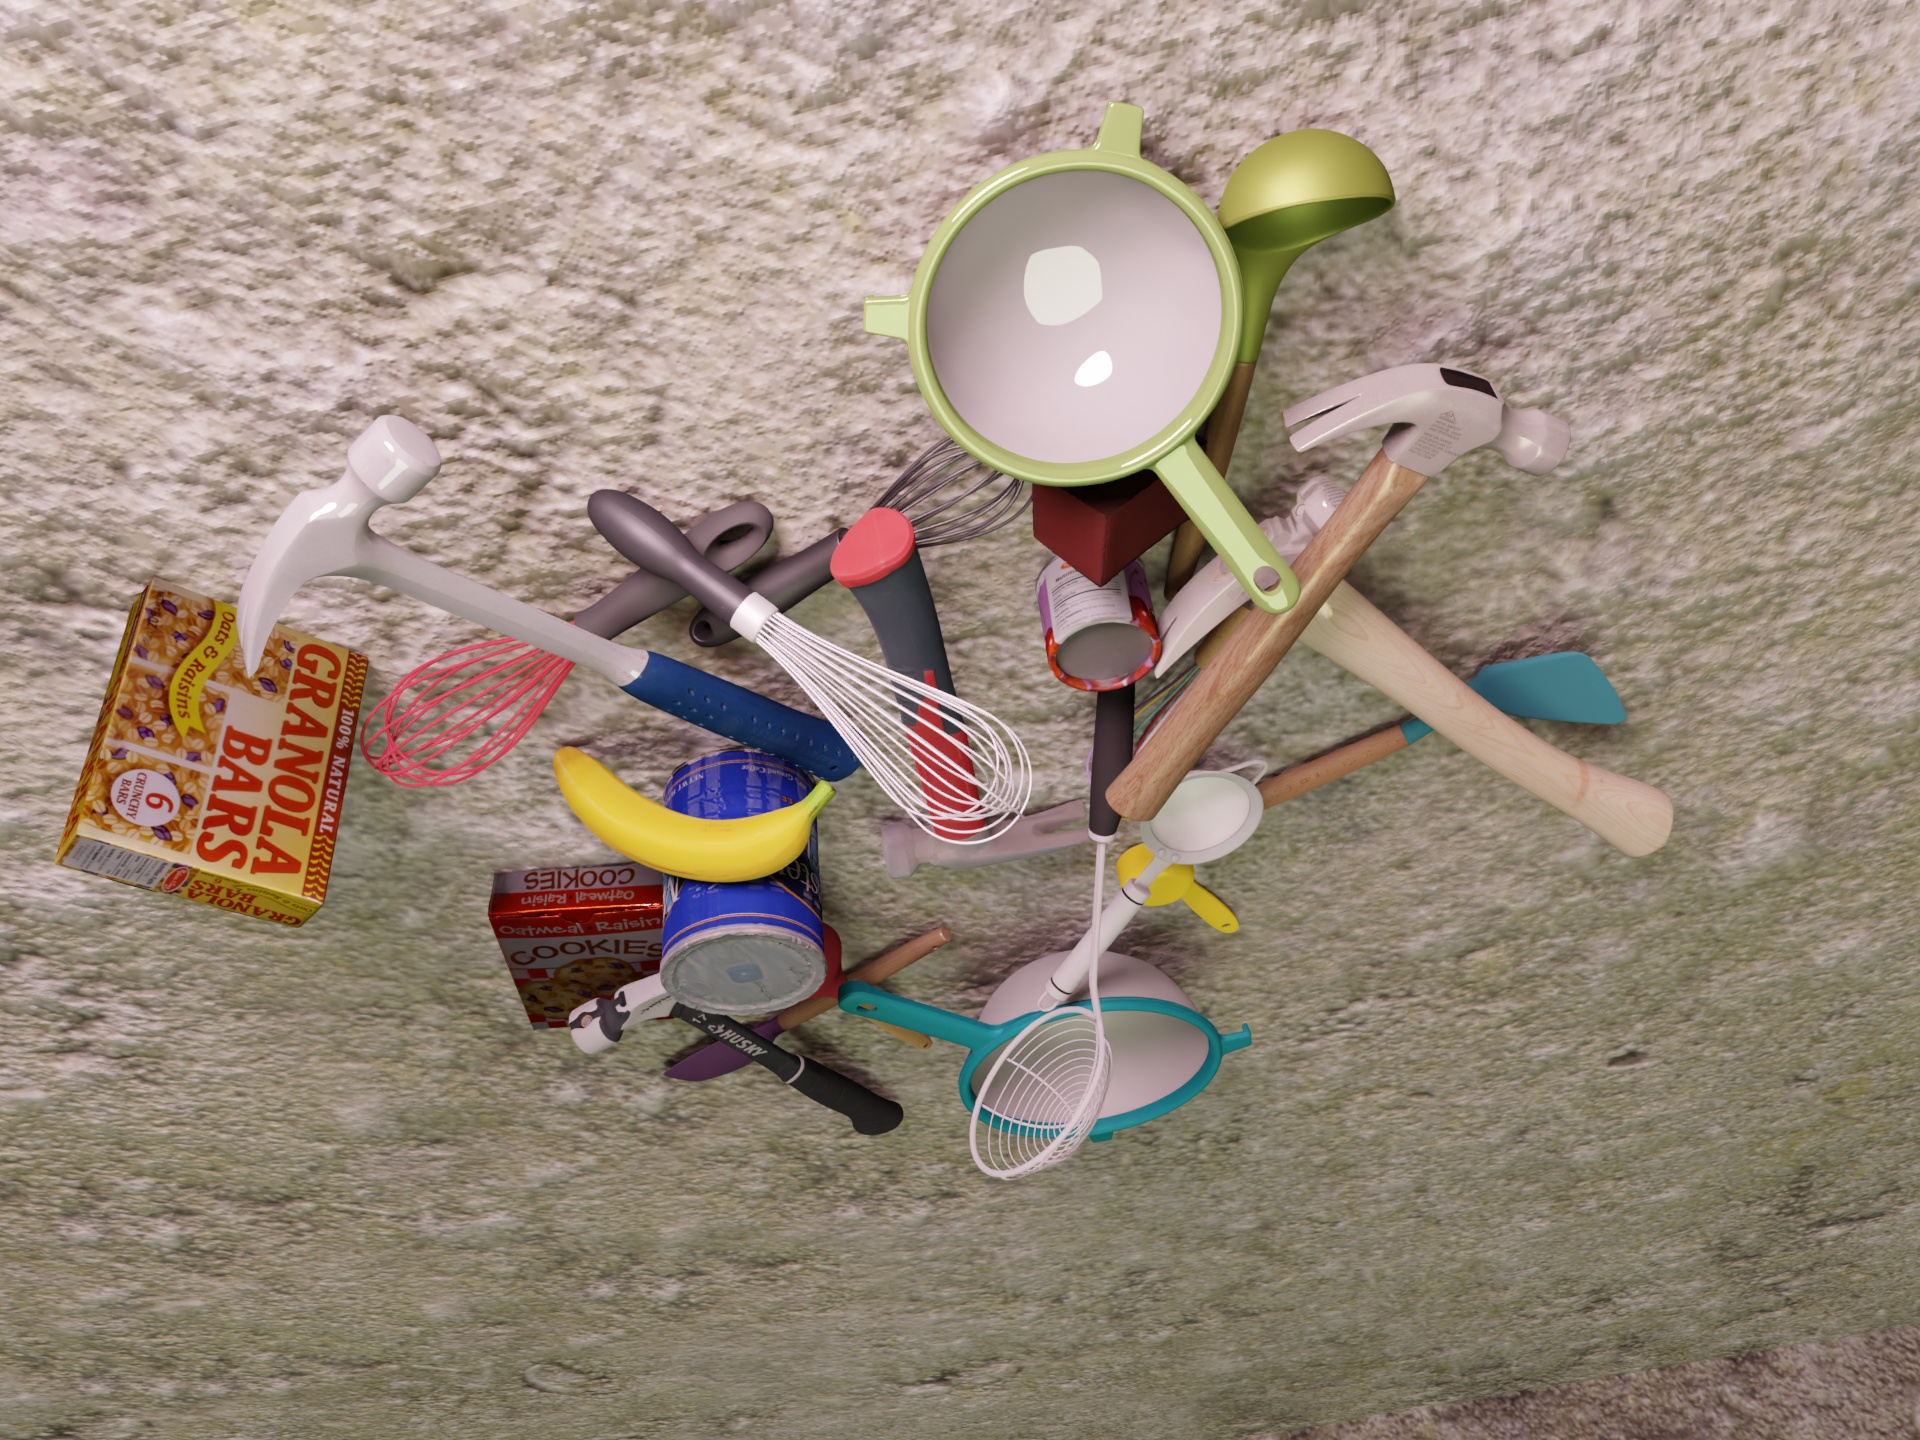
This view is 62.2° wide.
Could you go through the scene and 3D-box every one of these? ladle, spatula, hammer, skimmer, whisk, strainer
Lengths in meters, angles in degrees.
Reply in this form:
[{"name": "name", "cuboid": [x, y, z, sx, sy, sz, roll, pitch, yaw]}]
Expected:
[{"name": "ladle", "cuboid": [-0.077, 0.219, 1.231, 0.069, 0.031, 0.315, -47, 151, -4]}, {"name": "spatula", "cuboid": [0.278, 0.027, 1.074, 0.317, 0.044, 0.082, -27, 134, 25]}, {"name": "hammer", "cuboid": [-0.141, 0.274, 1.291, 0.149, 0.036, 0.408, -27, 146, 9]}, {"name": "skimmer", "cuboid": [0.060, 0.129, 1.035, 0.090, 0.127, 0.363, -1, 111, -10]}, {"name": "whisk", "cuboid": [-0.081, -0.034, 0.823, 0.284, 0.070, 0.070, 36, 136, 6]}, {"name": "strainer", "cuboid": [0.047, 0.226, 1.251, 0.340, 0.095, 0.211, 22, 130, -30]}, {"name": "whisk", "cuboid": [0.148, -0.019, 0.996, 0.051, 0.047, 0.244, 12, 135, -21]}, {"name": "hammer", "cuboid": [0.172, -0.056, 0.865, 0.130, 0.031, 0.331, 16, 131, -21]}, {"name": "spatula", "cuboid": [-0.124, 0.236, 1.295, 0.316, 0.018, 0.059, -33, 142, 30]}, {"name": "whisk", "cuboid": [-0.225, -0.041, 0.898, 0.296, 0.073, 0.073, -30, 137, 17]}, {"name": "hammer", "cuboid": [-0.190, -0.029, 0.857, 0.144, 0.035, 0.405, -39, 147, 17]}, {"name": "strainer", "cuboid": [0.127, 0.112, 1.116, 0.086, 0.050, 0.258, 24, 114, -26]}, {"name": "ladle", "cuboid": [0.142, -0.158, 0.809, 0.078, 0.062, 0.320, -9, 145, -12]}, {"name": "hammer", "cuboid": [-0.002, -0.003, 0.951, 0.143, 0.038, 0.386, -10, 151, 2]}, {"name": "whisk", "cuboid": [-0.059, -0.092, 0.867, 0.239, 0.055, 0.055, -25, 139, 28]}, {"name": "strainer", "cuboid": [0.082, -0.154, 0.755, 0.151, 0.069, 0.256, -35, 116, 15]}, {"name": "hammer", "cuboid": [0.301, 0.001, 0.984, 0.410, 0.038, 0.146, 29, 124, -29]}]

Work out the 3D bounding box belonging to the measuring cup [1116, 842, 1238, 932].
[{"name": "measuring cup", "cuboid": [0.174, 0.138, 1.208, 0.062, 0.029, 0.156, -28, 136, 24]}]
